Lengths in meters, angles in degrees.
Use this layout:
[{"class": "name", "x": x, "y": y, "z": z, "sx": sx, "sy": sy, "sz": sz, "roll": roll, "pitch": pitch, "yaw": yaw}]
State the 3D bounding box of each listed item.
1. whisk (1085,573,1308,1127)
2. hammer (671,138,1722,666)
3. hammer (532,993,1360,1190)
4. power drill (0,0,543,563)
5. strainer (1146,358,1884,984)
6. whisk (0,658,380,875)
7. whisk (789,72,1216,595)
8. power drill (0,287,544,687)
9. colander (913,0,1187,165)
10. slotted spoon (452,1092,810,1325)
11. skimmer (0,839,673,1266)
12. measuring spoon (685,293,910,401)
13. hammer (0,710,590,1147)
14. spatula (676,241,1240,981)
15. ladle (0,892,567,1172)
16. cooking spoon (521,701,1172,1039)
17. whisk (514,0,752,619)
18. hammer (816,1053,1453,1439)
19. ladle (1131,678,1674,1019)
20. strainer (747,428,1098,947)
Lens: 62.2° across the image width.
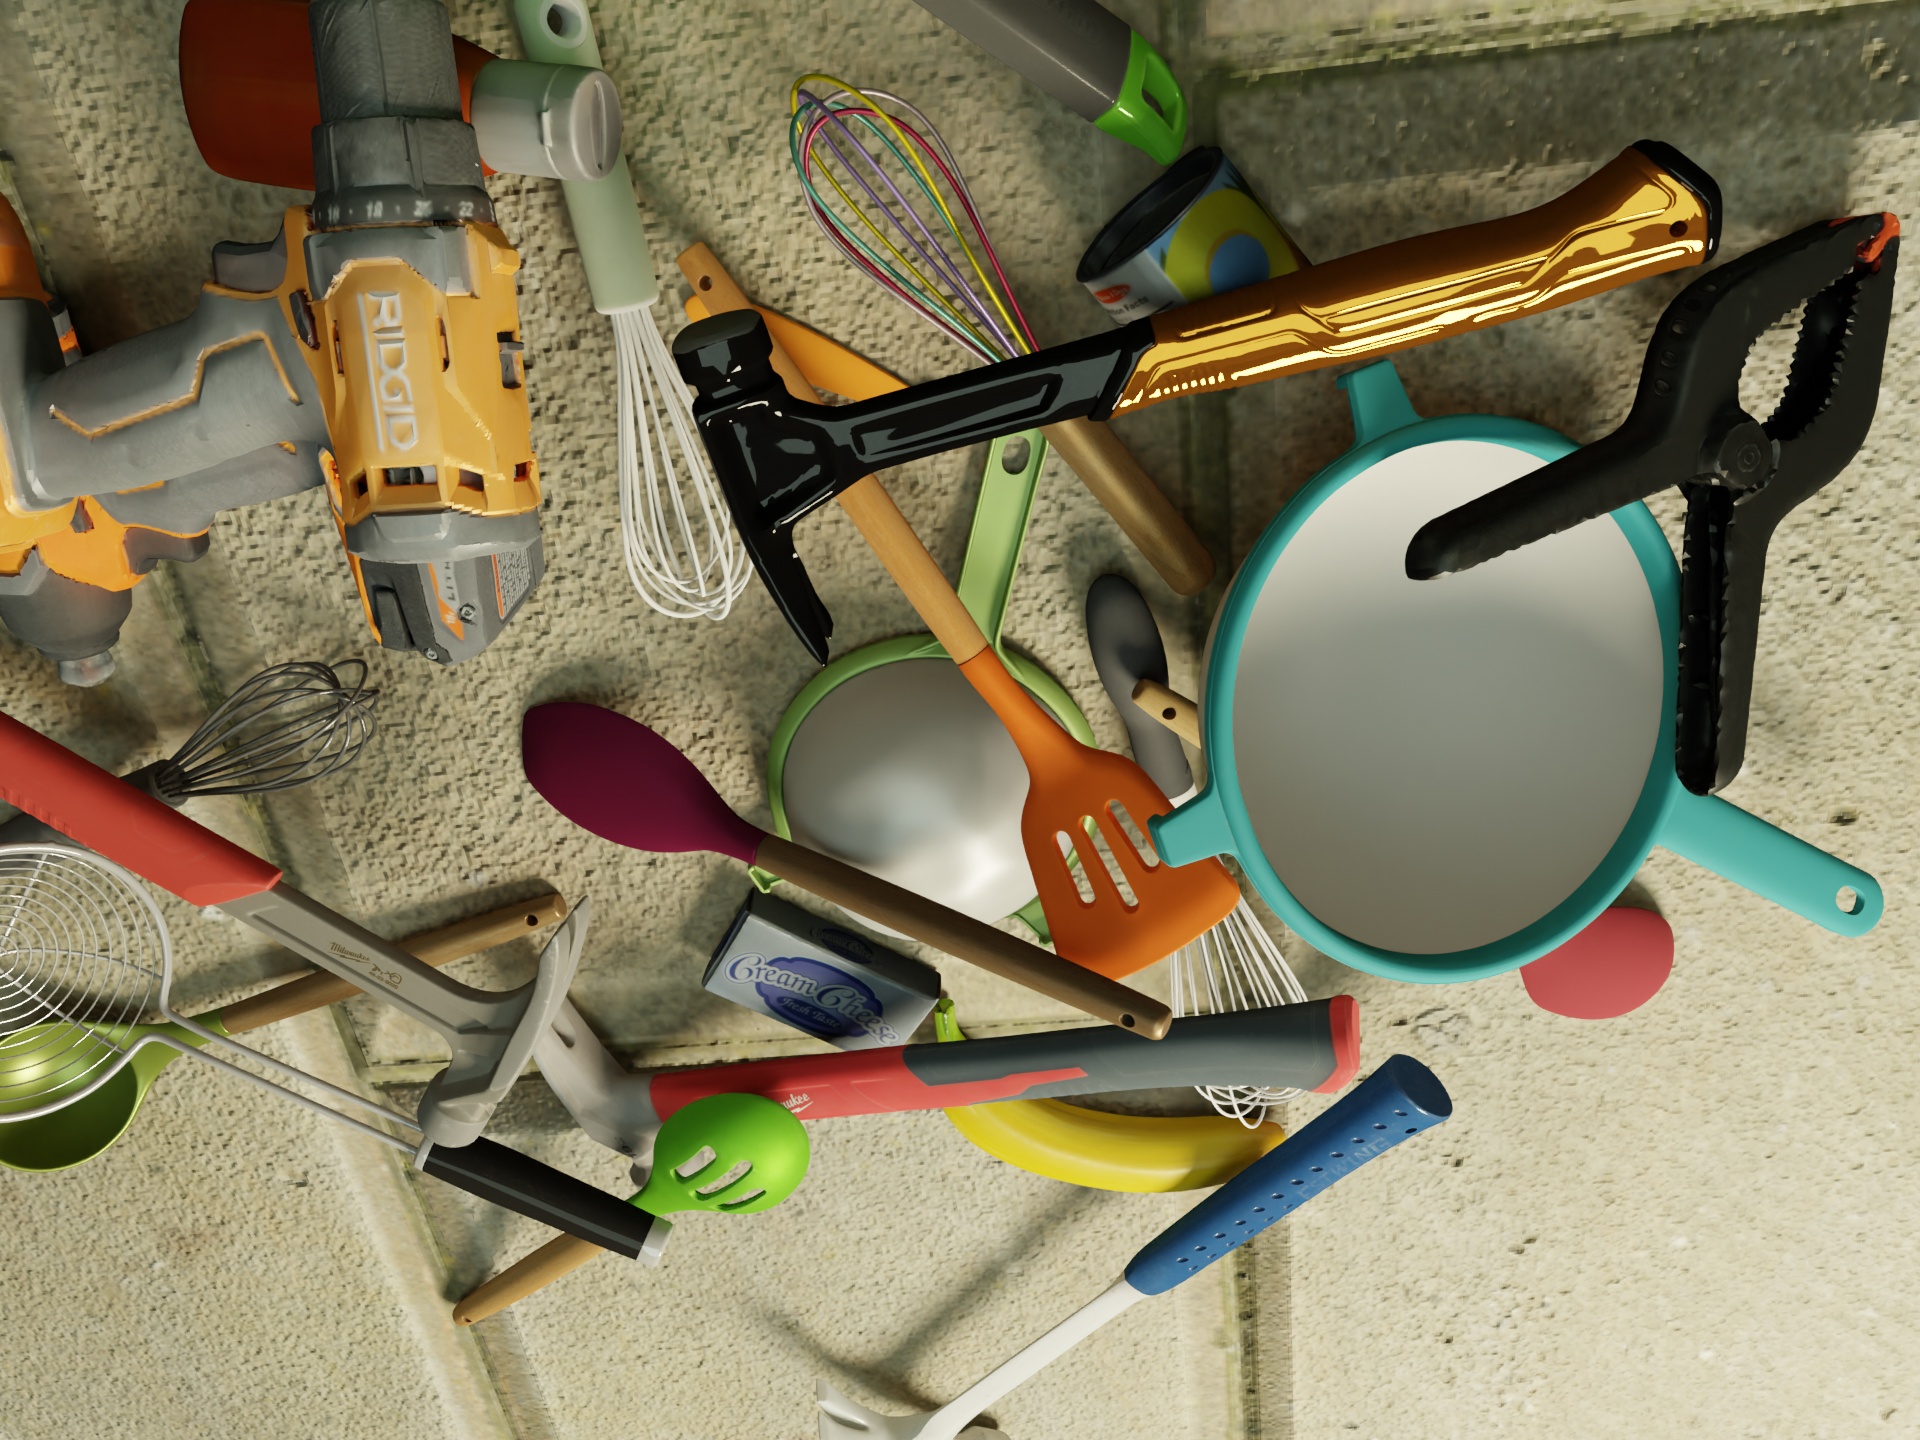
[{"class": "whisk", "x": 0.103, "y": 0.063, "z": 0.711, "sx": 0.070, "sy": 0.070, "sz": 0.284, "roll": -15, "pitch": 113, "yaw": 11}, {"class": "hammer", "x": 0.080, "y": -0.117, "z": 0.536, "sx": 0.337, "sy": 0.034, "sz": 0.127, "roll": -14, "pitch": 119, "yaw": 10}, {"class": "hammer", "x": -0.015, "y": 0.152, "z": 0.726, "sx": 0.386, "sy": 0.038, "sz": 0.143, "roll": -11, "pitch": 124, "yaw": 22}, {"class": "power drill", "x": -0.254, "y": -0.141, "z": 0.513, "sx": 0.226, "sy": 0.084, "sz": 0.185, "roll": -2, "pitch": 104, "yaw": 4}, {"class": "strainer", "x": 0.227, "y": 0.013, "z": 0.645, "sx": 0.340, "sy": 0.095, "sz": 0.211, "roll": 24, "pitch": 89, "yaw": -21}, {"class": "whisk", "x": -0.356, "y": 0.026, "z": 0.714, "sx": 0.239, "sy": 0.055, "sz": 0.055, "roll": -20, "pitch": 118, "yaw": 19}, {"class": "whisk", "x": 0.021, "y": -0.135, "z": 0.586, "sx": 0.047, "sy": 0.051, "sz": 0.244, "roll": -25, "pitch": 121, "yaw": 35}, {"class": "power drill", "x": -0.288, "y": -0.081, "z": 0.627, "sx": 0.226, "sy": 0.084, "sz": 0.164, "roll": 5, "pitch": 121, "yaw": 5}, {"class": "colander", "x": -0.100, "y": -0.271, "z": 0.497, "sx": 0.396, "sy": 0.205, "sz": 0.094, "roll": 24, "pitch": 154, "yaw": -29}, {"class": "slotted spoon", "x": -0.185, "y": 0.265, "z": 0.817, "sx": 0.070, "sy": 0.031, "sz": 0.313, "roll": 42, "pitch": 128, "yaw": -15}, {"class": "skimmer", "x": -0.301, "y": 0.170, "z": 0.716, "sx": 0.363, "sy": 0.090, "sz": 0.127, "roll": 25, "pitch": 78, "yaw": -3}, {"class": "measuring spoon", "x": -0.053, "y": -0.138, "z": 0.621, "sx": 0.117, "sy": 0.011, "sz": 0.021, "roll": 23, "pitch": 119, "yaw": -10}, {"class": "hammer", "x": -0.335, "y": 0.047, "z": 0.672, "sx": 0.359, "sy": 0.037, "sz": 0.149, "roll": 31, "pitch": 121, "yaw": -4}, {"class": "spatula", "x": -0.010, "y": -0.043, "z": 0.609, "sx": 0.081, "sy": 0.041, "sz": 0.322, "roll": -32, "pitch": 100, "yaw": 19}, {"class": "ladle", "x": -0.339, "y": 0.145, "z": 0.775, "sx": 0.320, "sy": 0.062, "sz": 0.078, "roll": -19, "pitch": 111, "yaw": 10}, {"class": "cooking spoon", "x": -0.060, "y": 0.063, "z": 0.660, "sx": 0.319, "sy": 0.017, "sz": 0.068, "roll": 20, "pitch": 122, "yaw": 21}, {"class": "whisk", "x": -0.124, "y": -0.150, "z": 0.601, "sx": 0.058, "sy": 0.059, "sz": 0.246, "roll": -24, "pitch": 119, "yaw": -26}, {"class": "hammer", "x": 0.083, "y": 0.294, "z": 0.822, "sx": 0.144, "sy": 0.035, "sz": 0.405, "roll": 27, "pitch": 122, "yaw": -29}, {"class": "ladle", "x": 0.202, "y": 0.060, "z": 0.699, "sx": 0.315, "sy": 0.031, "sz": 0.069, "roll": 30, "pitch": 114, "yaw": -19}, {"class": "strainer", "x": -0.001, "y": -0.002, "z": 0.663, "sx": 0.151, "sy": 0.069, "sz": 0.256, "roll": 12, "pitch": 118, "yaw": -4}]
